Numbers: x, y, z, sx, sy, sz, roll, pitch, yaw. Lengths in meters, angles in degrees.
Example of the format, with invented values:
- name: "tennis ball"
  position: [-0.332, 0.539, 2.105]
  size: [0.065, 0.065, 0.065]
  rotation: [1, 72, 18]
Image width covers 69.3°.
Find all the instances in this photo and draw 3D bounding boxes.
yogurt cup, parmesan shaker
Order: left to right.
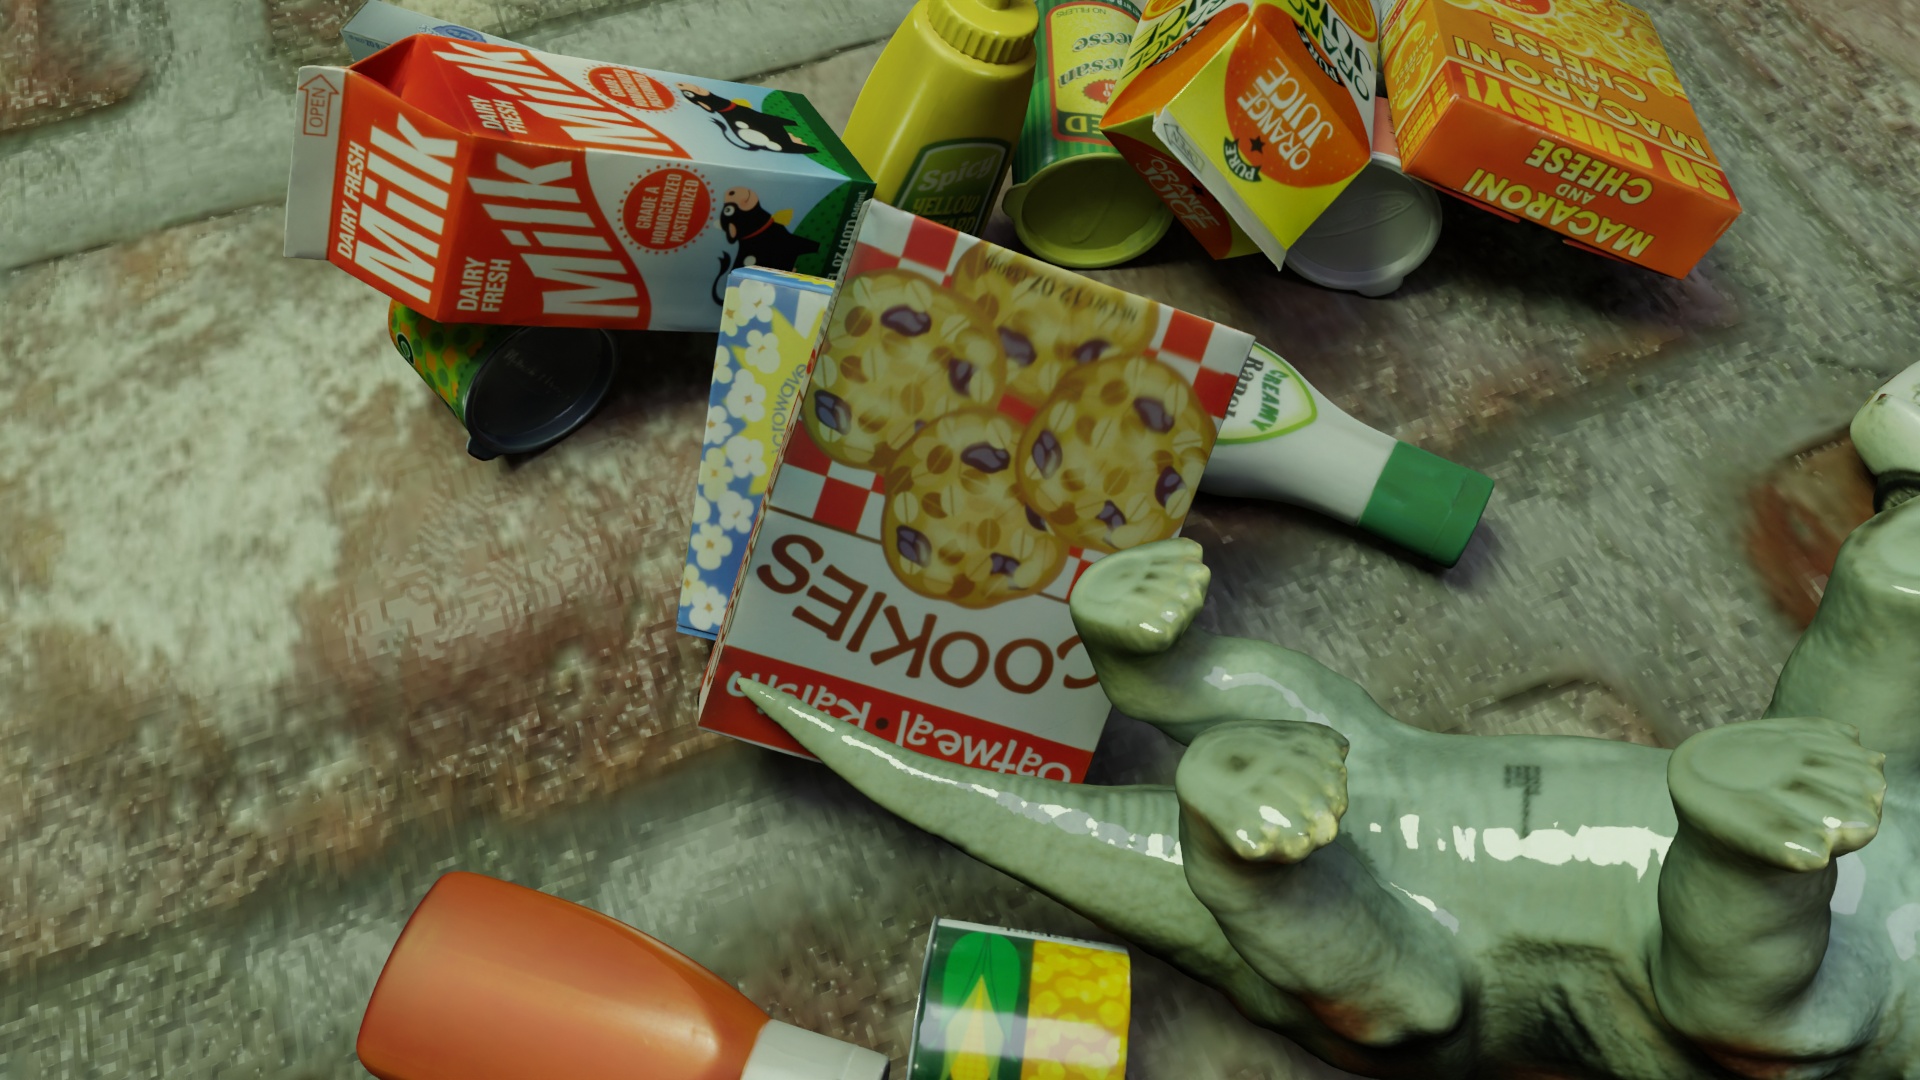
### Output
- name: "parmesan shaker"
  position: [0.051, -0.177, 0.591]
  size: [0.071, 0.071, 0.103]
  rotation: [-1, 59, -1]
- name: "yogurt cup"
  position: [0.165, -0.147, 0.577]
  size: [0.072, 0.072, 0.054]
  rotation: [13, 52, 7]

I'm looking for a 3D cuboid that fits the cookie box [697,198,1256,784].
- name: "cookie box"
  position: [0.002, -0.005, 0.434]
  size: [0.123, 0.040, 0.167]
  rotation: [18, 99, -11]

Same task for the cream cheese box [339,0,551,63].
- name: "cream cheese box"
  position: [-0.214, -0.198, 0.612]
  size: [0.104, 0.053, 0.024]
  rotation: [20, 64, 11]

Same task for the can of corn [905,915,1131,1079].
- name: "can of corn"
  position: [0.016, 0.148, 0.398]
  size: [0.058, 0.070, 0.071]
  rotation: [7, 60, 4]

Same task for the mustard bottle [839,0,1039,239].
- name: "mustard bottle"
  position: [-0.007, -0.163, 0.527]
  size: [0.065, 0.159, 0.049]
  rotation: [-12, 62, -29]

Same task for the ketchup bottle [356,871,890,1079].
- name: "ketchup bottle"
  position: [-0.096, 0.148, 0.410]
  size: [0.149, 0.043, 0.065]
  rotation: [15, 61, 8]

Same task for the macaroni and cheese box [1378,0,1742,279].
- name: "macaroni and cheese box"
  position: [0.239, -0.187, 0.576]
  size: [0.124, 0.040, 0.167]
  rotation: [18, 46, -8]

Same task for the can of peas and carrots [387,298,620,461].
- name: "can of peas and carrots"
  position: [-0.176, -0.074, 0.532]
  size: [0.071, 0.070, 0.059]
  rotation: [-38, 66, -20]

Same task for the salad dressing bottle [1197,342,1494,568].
- name: "salad dressing bottle"
  position: [0.122, -0.037, 0.521]
  size: [0.148, 0.043, 0.064]
  rotation: [26, 62, 14]

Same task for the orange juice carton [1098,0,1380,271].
- name: "orange juice carton"
  position: [0.112, -0.179, 0.544]
  size: [0.071, 0.072, 0.194]
  rotation: [43, 40, -21]

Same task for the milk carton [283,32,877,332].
- name: "milk carton"
  position: [-0.135, -0.124, 0.496]
  size: [0.191, 0.072, 0.074]
  rotation: [-4, 44, -35]

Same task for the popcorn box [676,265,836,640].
- name: "popcorn box"
  position: [-0.044, -0.024, 0.475]
  size: [0.085, 0.038, 0.126]
  rotation: [12, 102, 7]
